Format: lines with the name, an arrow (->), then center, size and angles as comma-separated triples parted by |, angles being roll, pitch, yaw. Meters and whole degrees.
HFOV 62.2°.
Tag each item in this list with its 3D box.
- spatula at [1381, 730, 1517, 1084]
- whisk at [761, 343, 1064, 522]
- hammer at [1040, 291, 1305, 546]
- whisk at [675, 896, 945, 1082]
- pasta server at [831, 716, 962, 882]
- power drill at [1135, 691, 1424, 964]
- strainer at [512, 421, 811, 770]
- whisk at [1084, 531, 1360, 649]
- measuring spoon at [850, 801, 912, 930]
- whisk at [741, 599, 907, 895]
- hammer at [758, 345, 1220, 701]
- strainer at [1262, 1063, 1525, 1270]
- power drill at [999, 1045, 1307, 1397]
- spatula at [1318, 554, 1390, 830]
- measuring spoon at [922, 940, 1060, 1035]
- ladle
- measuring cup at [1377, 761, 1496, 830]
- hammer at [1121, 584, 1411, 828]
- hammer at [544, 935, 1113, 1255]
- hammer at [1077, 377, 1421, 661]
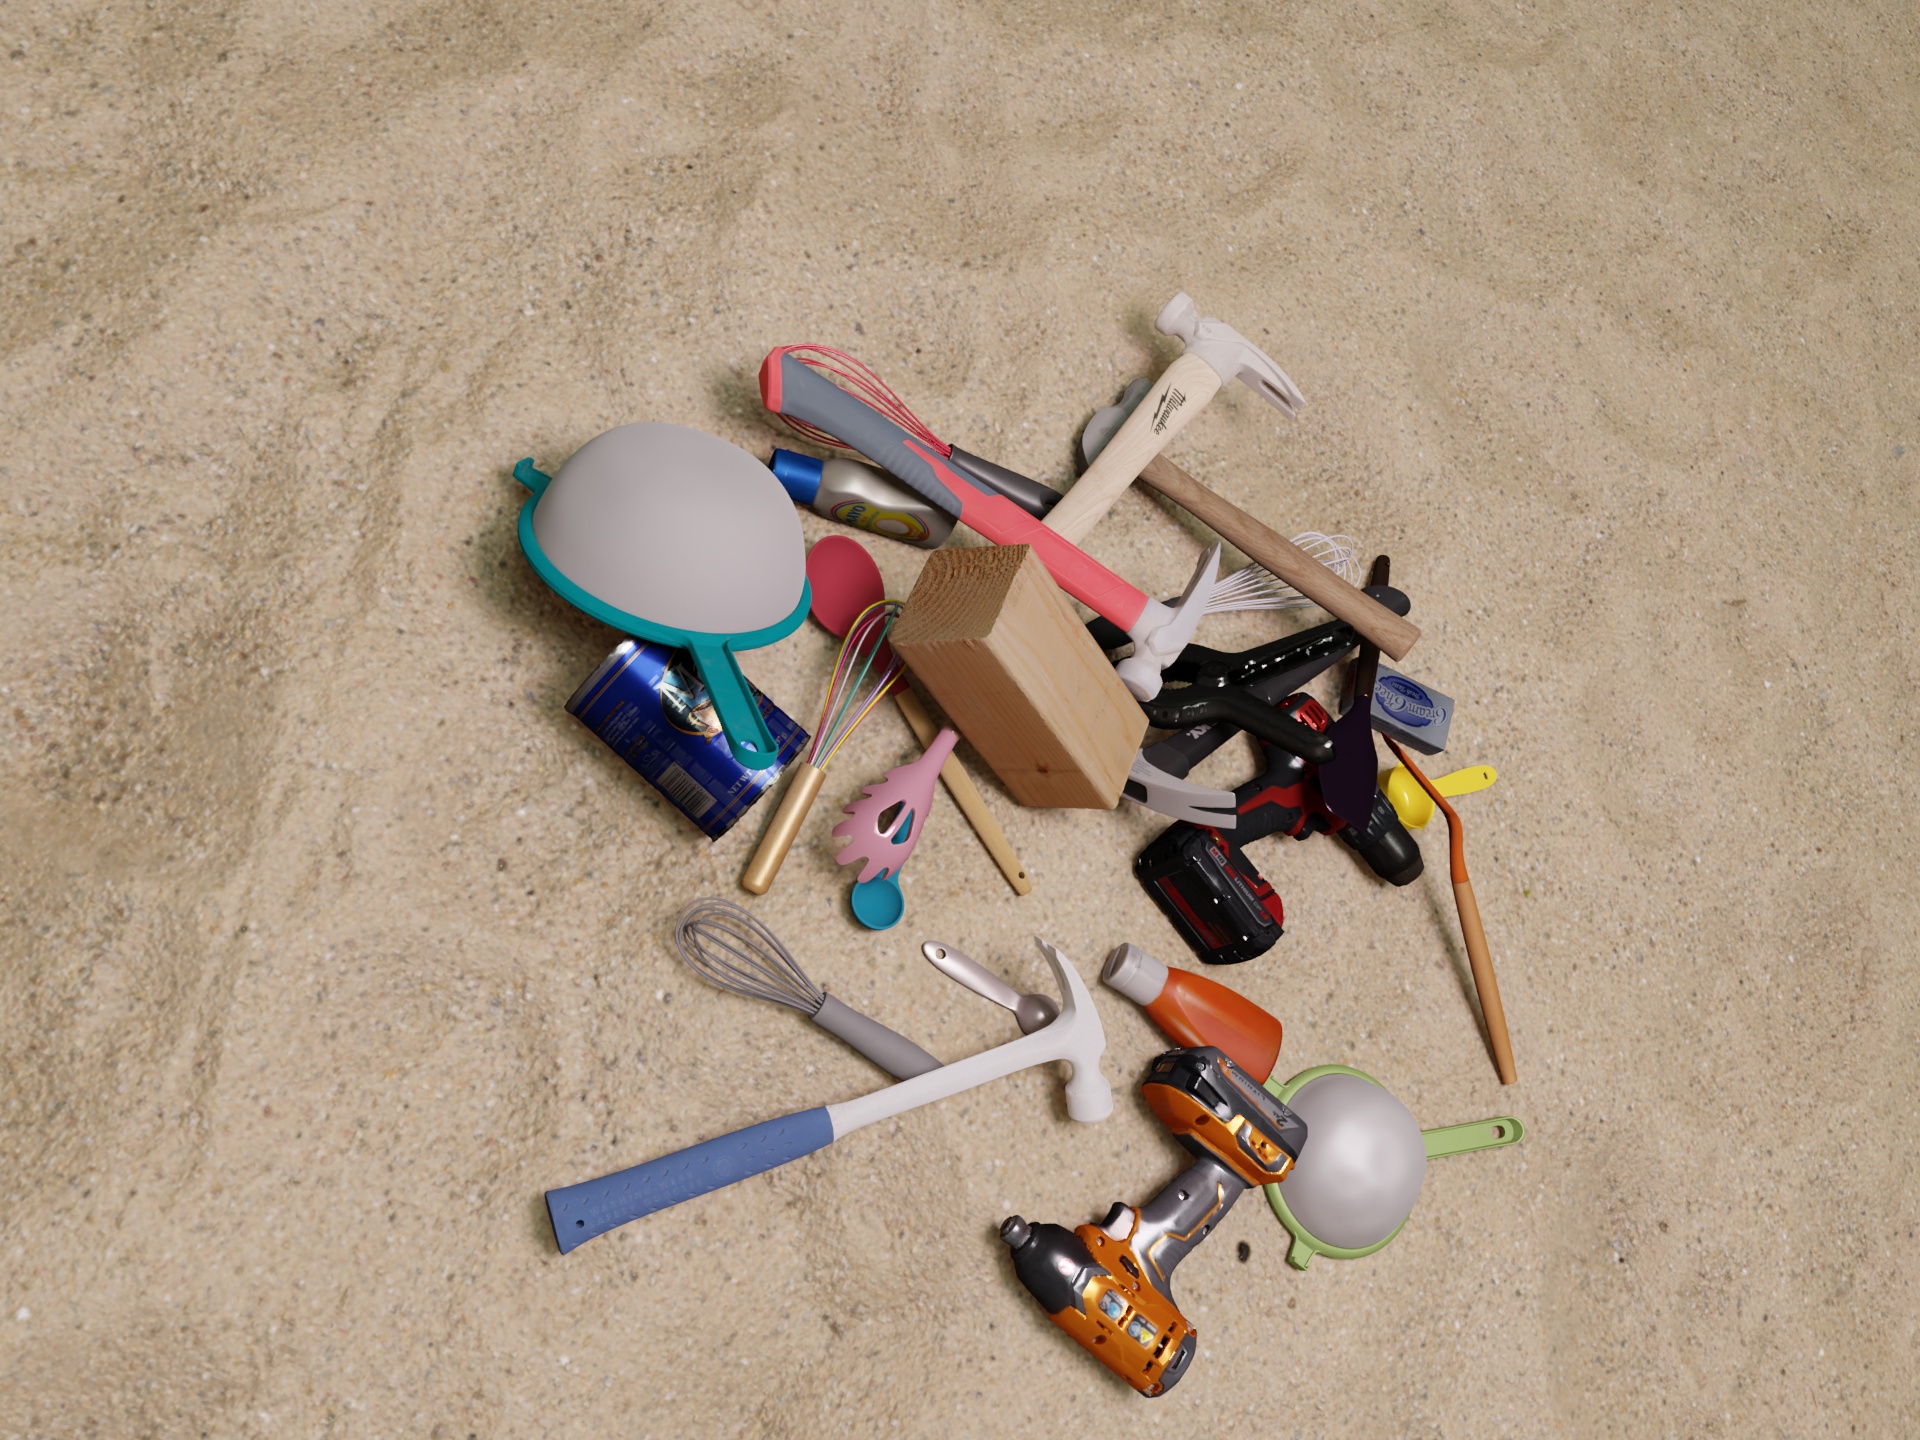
spatula -> 0.418, 0.160, 1.343 | 0.041, 0.081, 0.322 | -16, 98, 6
whisk -> -0.029, -0.220, 1.281 | 0.295, 0.073, 0.073 | 23, 67, -23
hammer -> 0.116, -0.180, 1.294 | 0.146, 0.038, 0.411 | 40, 68, 5
whisk -> -0.099, 0.201, 1.131 | 0.238, 0.055, 0.055 | 36, 64, -15
pasta server -> -0.002, -0.004, 1.220 | 0.060, 0.040, 0.316 | 43, 52, -14
power drill -> 0.272, 0.105, 1.305 | 0.227, 0.080, 0.188 | -40, 93, -31
strainer -> -0.169, -0.106, 1.060 | 0.211, 0.095, 0.341 | 4, 36, -30
whisk -> 0.222, -0.106, 1.359 | 0.284, 0.070, 0.070 | -17, 82, -22
measuring spoon -> -0.052, 0.102, 1.198 | 0.042, 0.021, 0.129 | 28, 56, -13
whisk -> -0.095, 0.017, 1.169 | 0.047, 0.051, 0.245 | 30, 76, -18
hammer -> 0.021, -0.176, 1.218 | 0.386, 0.038, 0.143 | 33, 71, -10
strainer -> 0.365, 0.345, 1.275 | 0.256, 0.069, 0.151 | -3, 76, -23
power drill -> 0.139, 0.352, 1.170 | 0.164, 0.084, 0.226 | 41, 67, -7
spatula -> 0.346, -0.036, 1.364 | 0.059, 0.018, 0.316 | 32, 49, -13
measuring spoon -> 0.025, 0.200, 1.198 | 0.124, 0.018, 0.034 | 33, 65, -11
ladle -> -0.030, -0.001, 1.230 | 0.069, 0.031, 0.315 | -32, 91, -30
measuring cup -> 0.422, 0.062, 1.416 | 0.156, 0.029, 0.062 | -10, 79, -37
hammer -> 0.259, -0.024, 1.307 | 0.335, 0.146, 0.035 | -33, 134, -28
hammer -> -0.082, 0.269, 1.096 | 0.405, 0.035, 0.144 | -15, 104, -21
hammer -> 0.239, -0.156, 1.338 | 0.331, 0.031, 0.130 | 37, 65, 11
